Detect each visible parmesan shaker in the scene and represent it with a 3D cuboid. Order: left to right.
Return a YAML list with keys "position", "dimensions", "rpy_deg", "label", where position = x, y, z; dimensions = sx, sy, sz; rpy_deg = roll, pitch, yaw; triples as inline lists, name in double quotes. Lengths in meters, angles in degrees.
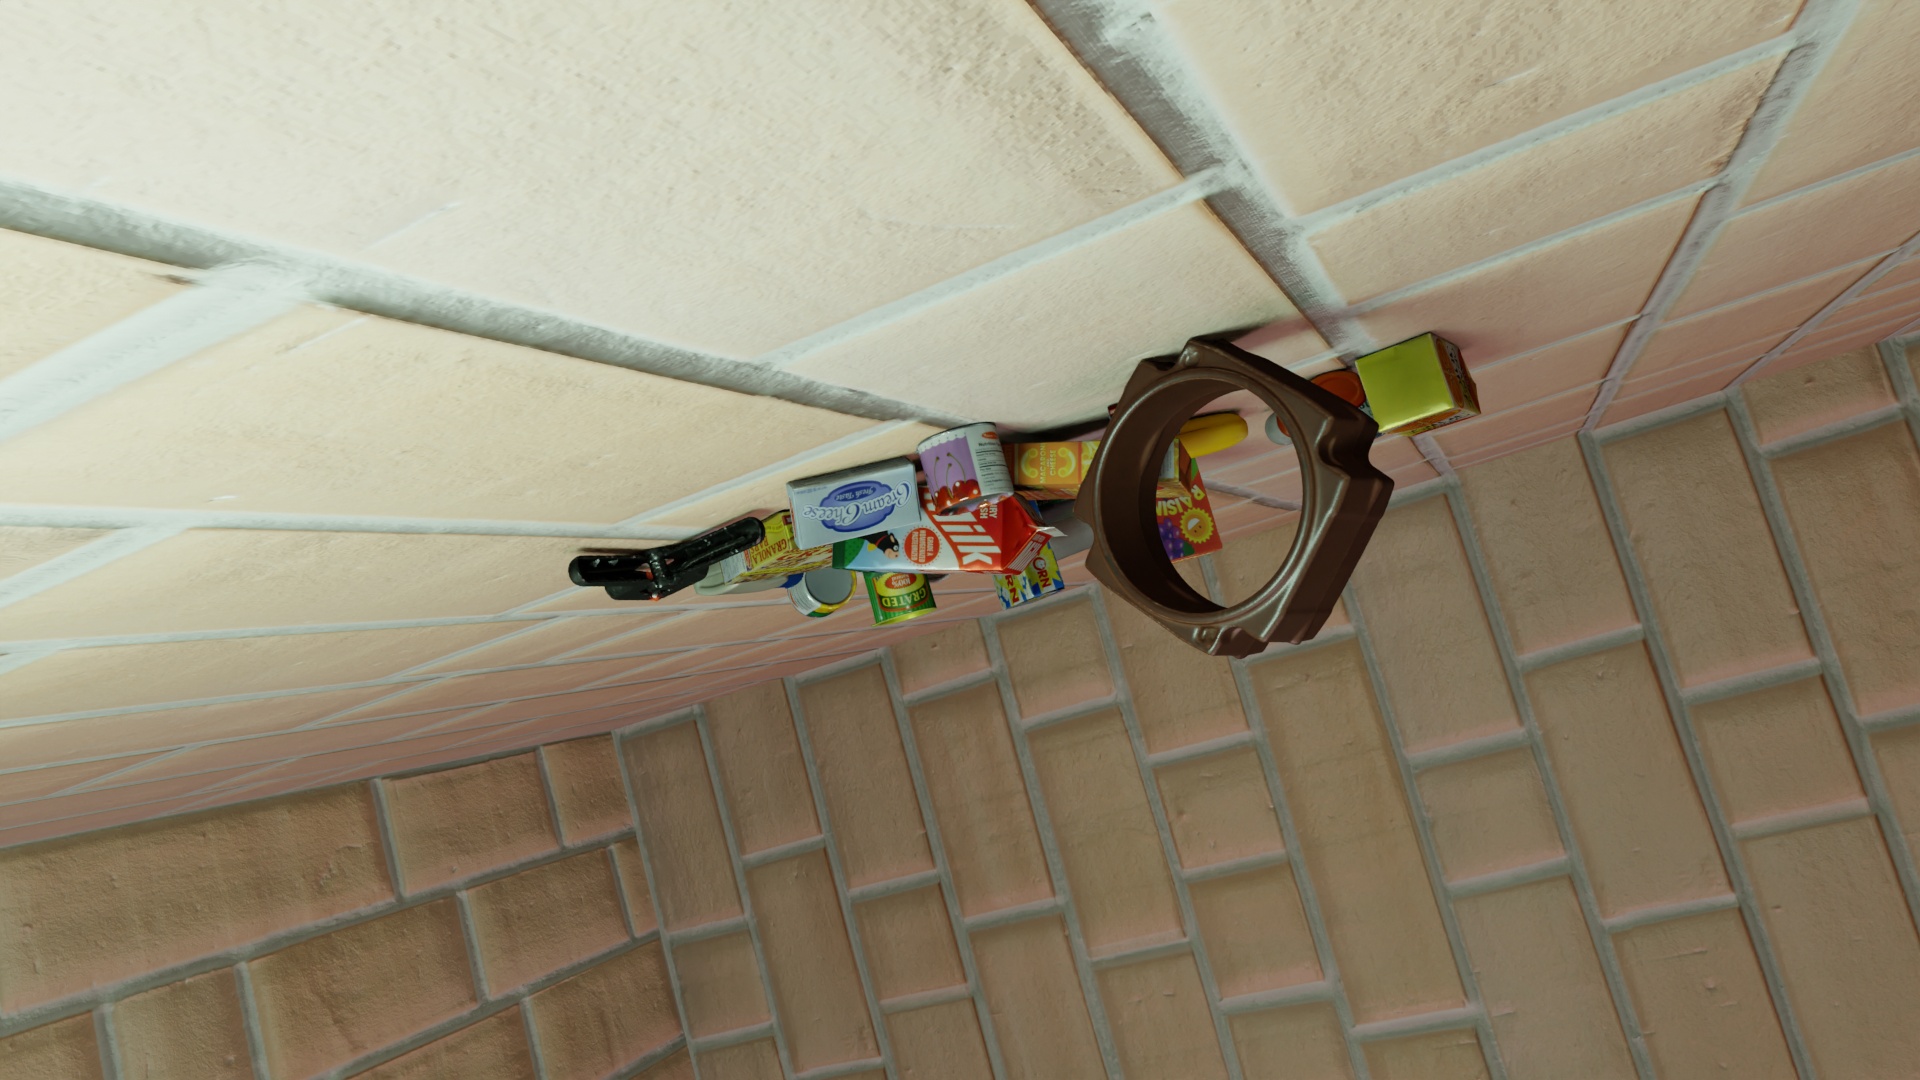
- position: [-0.073, 0.032, 1.455]
  dimensions: [0.071, 0.103, 0.071]
  rpy_deg: [-16, 173, -2]
  label: "parmesan shaker"

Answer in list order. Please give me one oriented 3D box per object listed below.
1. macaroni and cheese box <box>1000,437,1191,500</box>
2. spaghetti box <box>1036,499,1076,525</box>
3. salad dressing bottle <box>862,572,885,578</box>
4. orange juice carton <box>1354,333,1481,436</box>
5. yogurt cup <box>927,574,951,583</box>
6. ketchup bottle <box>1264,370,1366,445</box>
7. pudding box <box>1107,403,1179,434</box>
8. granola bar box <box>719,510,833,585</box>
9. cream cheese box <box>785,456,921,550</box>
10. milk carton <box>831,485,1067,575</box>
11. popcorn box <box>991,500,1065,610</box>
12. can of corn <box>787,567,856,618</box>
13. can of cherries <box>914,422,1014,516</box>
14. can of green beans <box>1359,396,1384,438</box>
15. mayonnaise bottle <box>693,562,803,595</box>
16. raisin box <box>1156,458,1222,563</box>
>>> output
- position: [0.114, -0.061, 1.215]
  dimensions: [0.166, 0.040, 0.123]
  rpy_deg: [0, 175, 14]
  label: "macaroni and cheese box"
- position: [0.050, -0.027, 1.464]
  dimensions: [0.249, 0.050, 0.028]
  rpy_deg: [-19, 128, 25]
  label: "spaghetti box"
- position: [-0.024, -0.001, 1.288]
  dimensions: [0.148, 0.044, 0.064]
  rpy_deg: [-16, 155, -26]
  label: "salad dressing bottle"
- position: [0.444, -0.145, 1.331]
  dimensions: [0.071, 0.073, 0.193]
  rpy_deg: [-20, 172, 28]
  label: "orange juice carton"
- position: [-0.030, 0.012, 1.567]
  dimensions: [0.072, 0.072, 0.054]
  rpy_deg: [-17, -179, 11]
  label: "yogurt cup"
- position: [0.342, -0.126, 1.369]
  dimensions: [0.065, 0.043, 0.148]
  rpy_deg: [-14, 173, -9]
  label: "ketchup bottle"
- position: [0.159, -0.103, 1.198]
  dimensions: [0.049, 0.030, 0.084]
  rpy_deg: [-16, 173, 14]
  label: "pudding box"
- position: [-0.129, -0.002, 1.317]
  dimensions: [0.166, 0.039, 0.124]
  rpy_deg: [-10, 170, -41]
  label: "granola bar box"
- position: [-0.086, -0.031, 1.122]
  dimensions: [0.104, 0.053, 0.024]
  rpy_deg: [-13, -155, -15]
  label: "cream cheese box"
- position: [-0.008, -0.008, 1.184]
  dimensions: [0.190, 0.073, 0.072]
  rpy_deg: [1, 176, 14]
  label: "milk carton"
- position: [0.054, 0.000, 1.386]
  dimensions: [0.038, 0.127, 0.085]
  rpy_deg: [-16, 174, -22]
  label: "popcorn box"
- position: [-0.154, 0.049, 1.566]
  dimensions: [0.071, 0.071, 0.058]
  rpy_deg: [-12, 172, -25]
  label: "can of corn"
- position: [0.002, -0.055, 1.110]
  dimensions: [0.071, 0.058, 0.071]
  rpy_deg: [-16, 173, -2]
  label: "can of cherries"
- position: [0.394, -0.127, 1.421]
  dimensions: [0.071, 0.058, 0.071]
  rpy_deg: [-15, 173, -2]
  label: "can of green beans"
- position: [-0.209, 0.032, 1.410]
  dimensions: [0.064, 0.041, 0.148]
  rpy_deg: [-17, 174, 21]
  label: "mayonnaise bottle"
- position: [0.216, -0.037, 1.467]
  dimensions: [0.086, 0.123, 0.040]
  rpy_deg: [-13, 172, -22]
  label: "raisin box"
